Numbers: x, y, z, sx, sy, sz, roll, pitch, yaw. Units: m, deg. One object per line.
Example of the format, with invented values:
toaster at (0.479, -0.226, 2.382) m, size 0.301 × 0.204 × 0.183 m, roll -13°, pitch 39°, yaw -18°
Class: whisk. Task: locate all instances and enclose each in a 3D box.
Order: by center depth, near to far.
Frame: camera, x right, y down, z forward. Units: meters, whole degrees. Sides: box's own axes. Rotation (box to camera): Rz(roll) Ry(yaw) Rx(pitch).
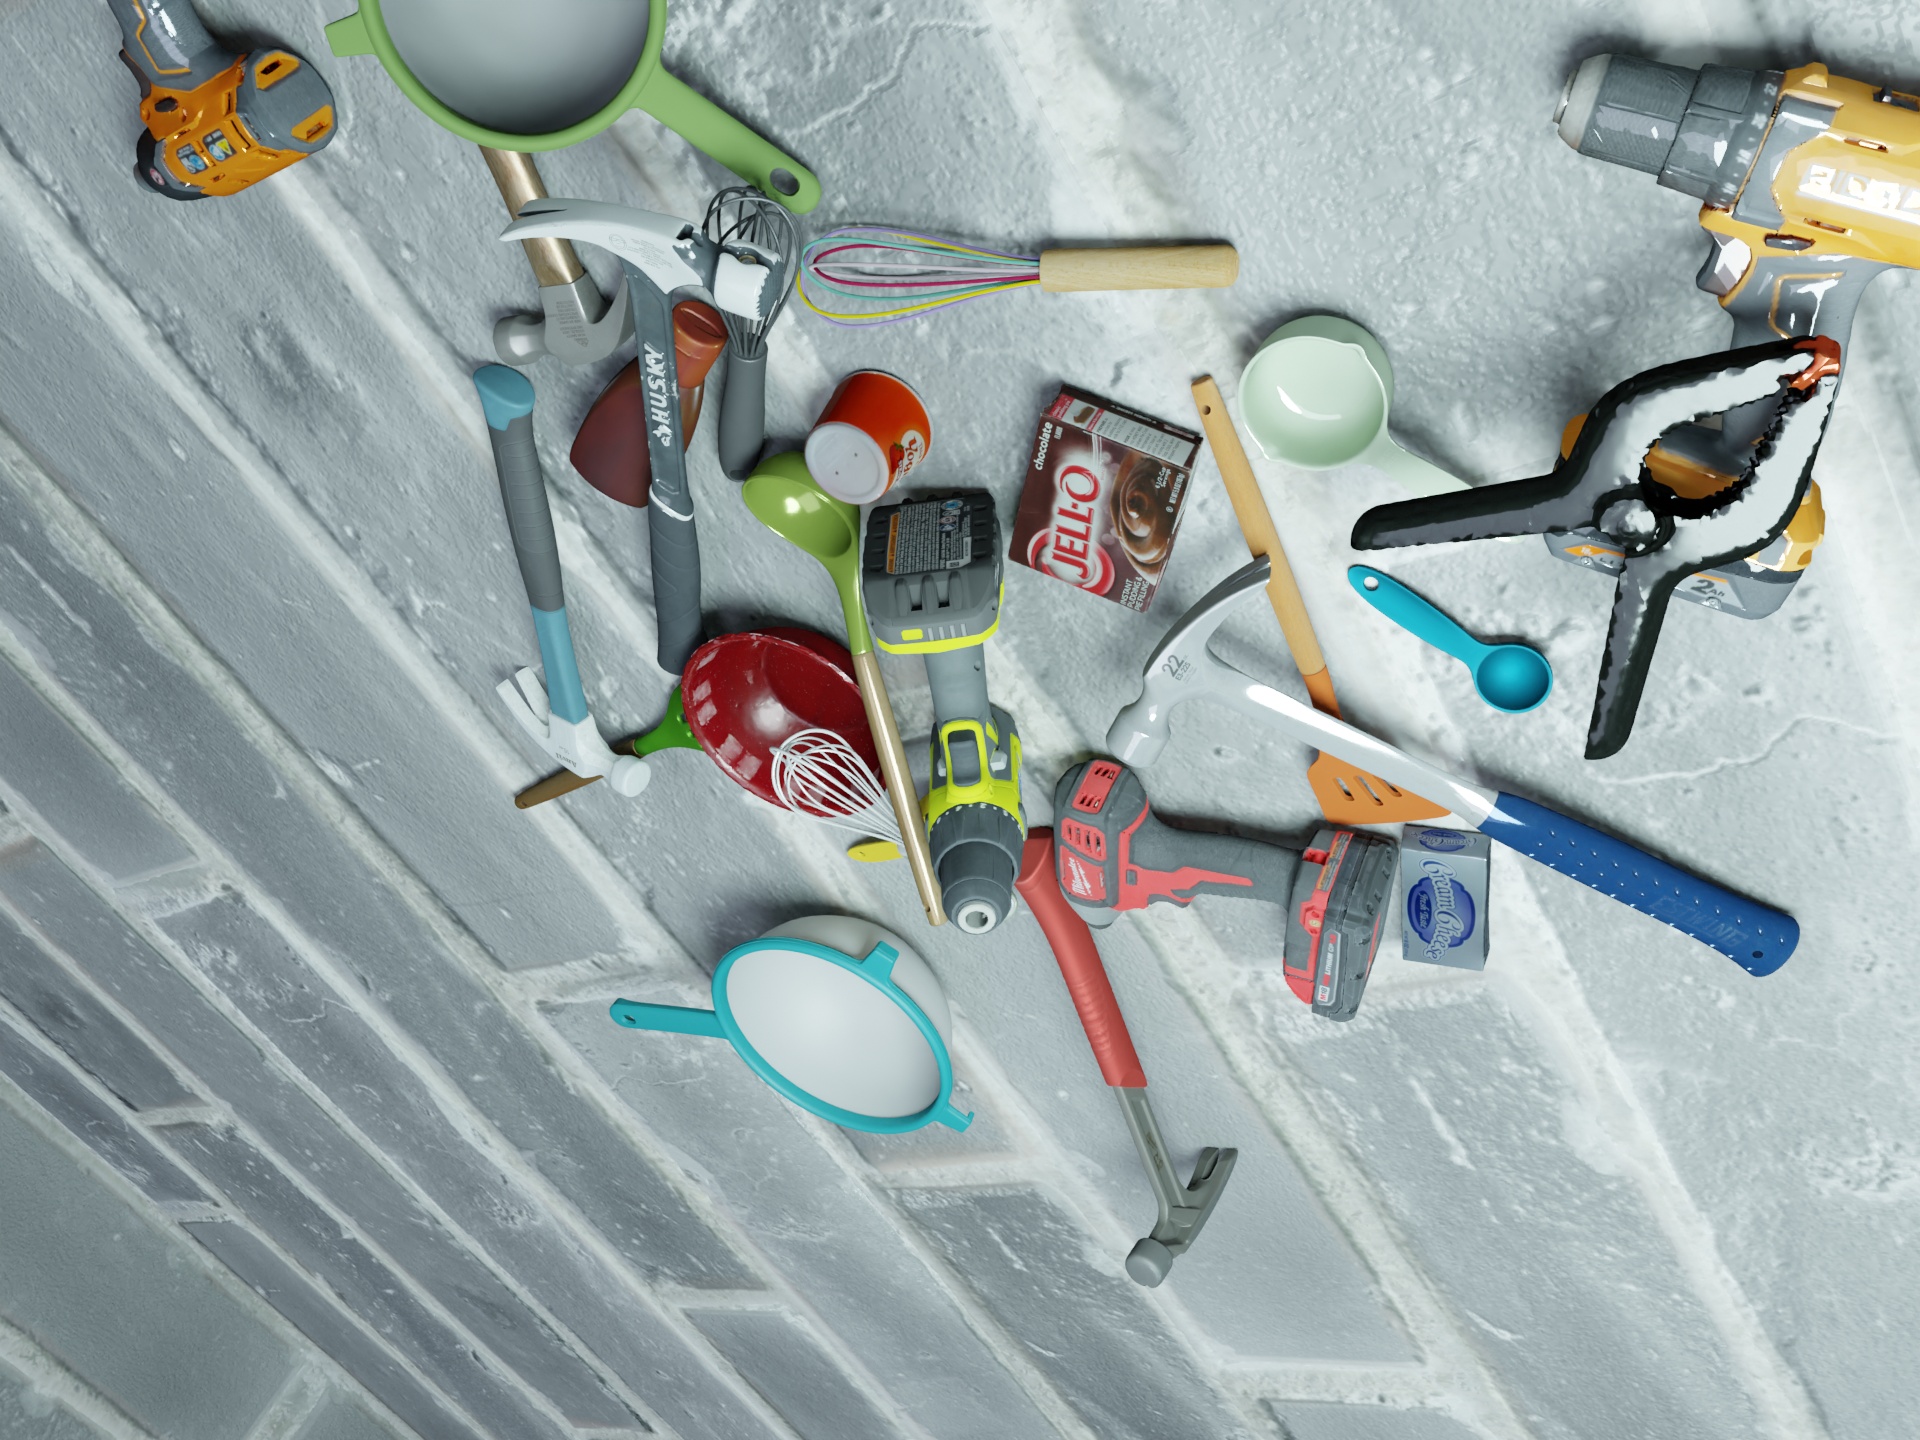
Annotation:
whisk at (0.024, -0.240, 0.836) m, size 0.245 × 0.047 × 0.051 m, roll 4°, pitch 143°, yaw 20°
whisk at (-0.125, -0.213, 0.914) m, size 0.055 × 0.055 × 0.238 m, roll 26°, pitch 150°, yaw 5°
whisk at (-0.040, 0.078, 1.090) m, size 0.246 × 0.058 × 0.059 m, roll 39°, pitch 166°, yaw -37°

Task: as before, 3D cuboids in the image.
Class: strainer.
strainer at (-0.185, -0.351, 0.837) m, size 0.256 × 0.069 × 0.151 m, roll 29°, pitch 107°, yaw -23°
strainer at (-0.141, 0.228, 1.311) m, size 0.340 × 0.095 × 0.210 m, roll -2°, pitch 125°, yaw 32°

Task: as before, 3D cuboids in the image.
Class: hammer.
hammer at (-0.270, -0.355, 0.895) m, size 0.130 × 0.031 × 0.331 m, roll 2°, pitch 129°, yaw 28°
hammer at (0.295, 0.042, 0.911) m, size 0.405 × 0.035 × 0.144 m, roll 25°, pitch 121°, yaw -4°
hammer at (-0.182, -0.147, 0.964) m, size 0.149 × 0.036 × 0.408 m, roll 21°, pitch 149°, yaw 6°
hammer at (-0.296, -0.095, 1.132) m, size 0.128 × 0.033 × 0.330 m, roll 23°, pitch 134°, yaw 27°
hammer at (0.117, 0.235, 1.183) m, size 0.037 × 0.149 × 0.359 m, roll -6°, pitch 114°, yaw 38°

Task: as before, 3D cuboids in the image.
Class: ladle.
ladle at (-0.064, -0.014, 1.005) m, size 0.078 × 0.062 × 0.320 m, roll -2°, pitch 107°, yaw 49°

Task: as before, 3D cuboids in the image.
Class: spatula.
spatula at (0.198, -0.055, 0.920) m, size 0.081 × 0.041 × 0.322 m, roll -8°, pitch 120°, yaw 36°

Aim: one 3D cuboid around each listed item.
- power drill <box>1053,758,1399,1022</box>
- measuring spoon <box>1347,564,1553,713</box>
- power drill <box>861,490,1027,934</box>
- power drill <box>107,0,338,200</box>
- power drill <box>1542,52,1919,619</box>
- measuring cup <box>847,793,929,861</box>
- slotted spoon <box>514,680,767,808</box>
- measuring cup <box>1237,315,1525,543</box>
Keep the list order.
power drill at (0.166, 0.112, 1.050) m, size 0.220 × 0.079 × 0.143 m, roll 16°, pitch 138°, yaw 20°
measuring spoon at (0.273, -0.052, 0.890) m, size 0.128 × 0.021 × 0.042 m, roll 36°, pitch 127°, yaw 8°
power drill at (-0.002, -0.003, 0.960) m, size 0.080 × 0.191 × 0.228 m, roll -7°, pitch 123°, yaw 5°
power drill at (-0.491, -0.414, 0.930) m, size 0.164 × 0.084 × 0.226 m, roll -8°, pitch 128°, yaw 34°
power drill at (0.329, -0.173, 0.702) m, size 0.185 × 0.084 × 0.226 m, roll 21°, pitch 132°, yaw 14°
measuring cup at (-0.036, 0.082, 1.175) m, size 0.062 × 0.029 × 0.156 m, roll 37°, pitch 150°, yaw -24°
slotted spoon at (-0.263, 0.029, 1.245) m, size 0.314 × 0.031 × 0.070 m, roll -21°, pitch 115°, yaw 41°
measuring cup at (0.221, -0.146, 0.815) m, size 0.167 × 0.038 × 0.083 m, roll 32°, pitch 137°, yaw -4°
